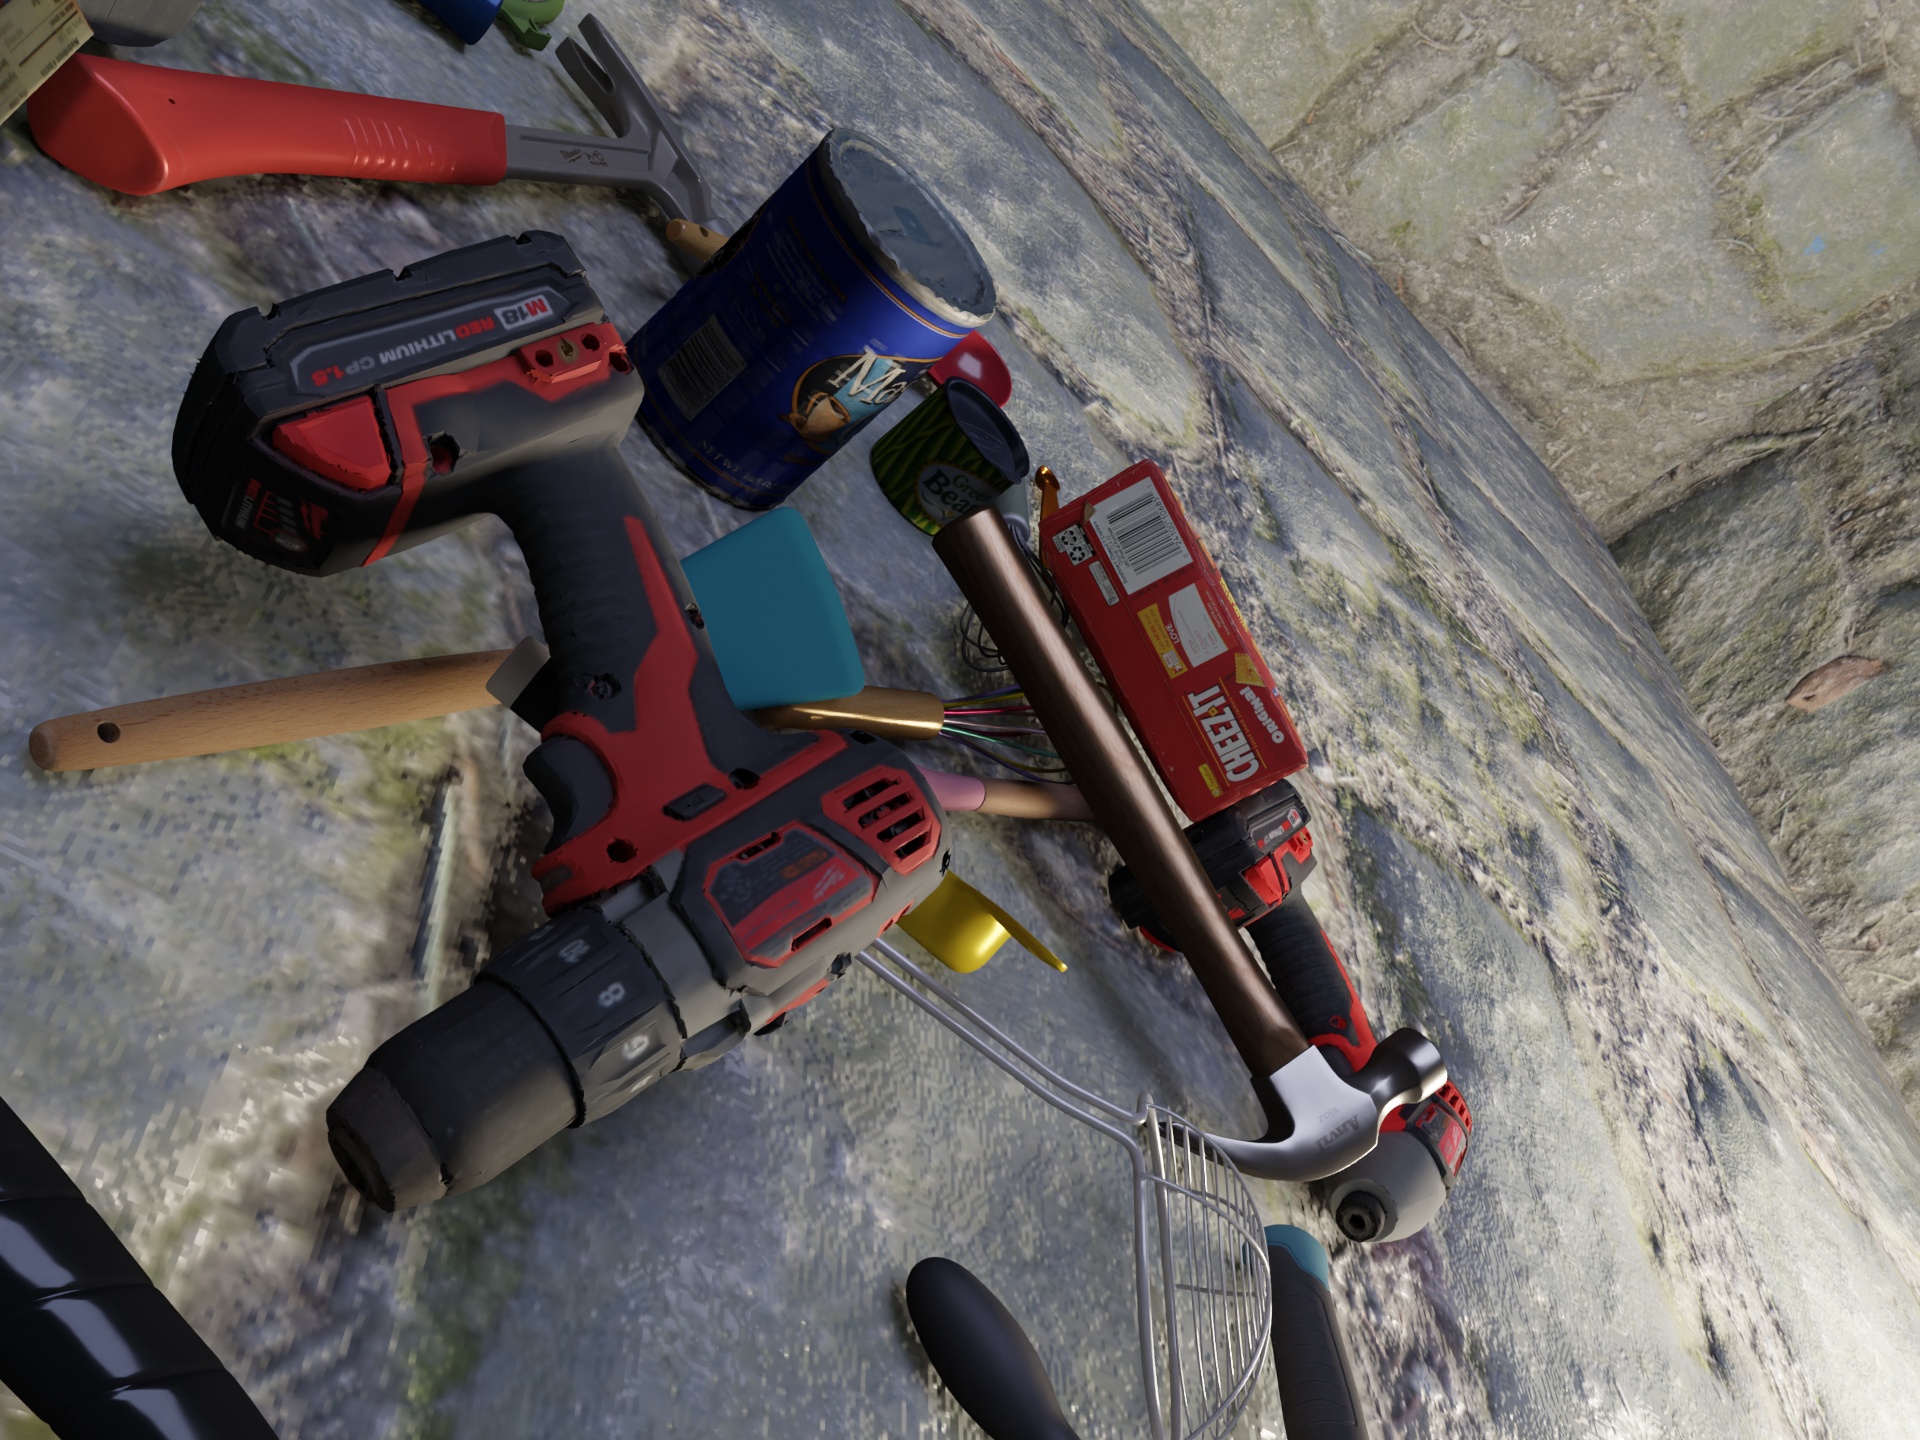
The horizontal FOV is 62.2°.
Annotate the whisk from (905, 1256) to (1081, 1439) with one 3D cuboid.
[{"bbox_3d":[0.070,0.289,0.494,0.285,0.070,0.070,52,27,9],"label":"whisk"}]

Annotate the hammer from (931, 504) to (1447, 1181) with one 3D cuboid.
[{"bbox_3d":[0.081,0.052,0.708,0.130,0.031,0.331,-29,85,-23],"label":"hammer"}]

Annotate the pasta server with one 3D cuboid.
[{"bbox_3d":[0.013,0.038,0.720,0.316,0.040,0.060,9,50,-58],"label":"pasta server"}]

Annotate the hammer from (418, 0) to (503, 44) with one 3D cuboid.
[{"bbox_3d":[-0.365,-0.410,0.636,0.405,0.035,0.144,28,37,-40],"label":"hammer"}]

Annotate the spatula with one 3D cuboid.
[{"bbox_3d":[-0.143,-0.020,0.524,0.317,0.044,0.082,-17,86,-60],"label":"spatula"}]

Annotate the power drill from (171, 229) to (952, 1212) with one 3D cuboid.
[{"bbox_3d":[-0.124,-0.002,0.433,0.188,0.080,0.226,-32,91,-37],"label":"power drill"}]

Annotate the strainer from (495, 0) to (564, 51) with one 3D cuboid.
[{"bbox_3d":[-0.249,-0.471,0.847,0.151,0.069,0.257,37,33,-29],"label":"strainer"}]

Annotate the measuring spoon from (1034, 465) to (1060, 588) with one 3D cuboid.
[{"bbox_3d":[0.052,-0.118,0.976,0.021,0.011,0.117,38,35,-30],"label":"measuring spoon"}]

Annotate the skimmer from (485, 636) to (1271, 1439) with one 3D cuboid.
[{"bbox_3d":[-0.024,0.115,0.540,0.363,0.090,0.127,40,24,-12],"label":"skimmer"}]

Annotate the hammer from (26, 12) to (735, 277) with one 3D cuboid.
[{"bbox_3d":[-0.223,-0.250,0.667,0.149,0.036,0.359,56,28,1],"label":"hammer"}]

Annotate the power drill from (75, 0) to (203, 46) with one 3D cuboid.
[{"bbox_3d":[-0.362,-0.299,0.474,0.171,0.080,0.223,51,24,8],"label":"power drill"}]

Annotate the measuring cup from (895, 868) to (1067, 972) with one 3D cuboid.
[{"bbox_3d":[0.003,0.077,0.570,0.062,0.029,0.156,43,-7,-13],"label":"measuring cup"}]

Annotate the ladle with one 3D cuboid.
[{"bbox_3d":[-0.058,-0.223,0.877,0.315,0.031,0.069,4,60,-61],"label":"ladle"}]

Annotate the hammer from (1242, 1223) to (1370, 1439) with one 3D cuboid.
[{"bbox_3d":[0.130,0.273,0.534,0.128,0.033,0.331,43,14,-8],"label":"hammer"}]

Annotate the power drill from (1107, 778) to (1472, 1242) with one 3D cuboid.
[{"bbox_3d":[0.171,0.147,0.788,0.220,0.078,0.143,60,29,6],"label":"power drill"}]

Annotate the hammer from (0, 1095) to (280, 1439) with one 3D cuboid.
[{"bbox_3d":[-0.136,0.169,0.329,0.409,0.036,0.149,51,27,-4],"label":"hammer"}]

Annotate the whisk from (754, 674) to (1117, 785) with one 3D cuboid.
[{"bbox_3d":[-0.001,-0.004,0.729,0.244,0.047,0.051,6,55,-51],"label":"whisk"}]

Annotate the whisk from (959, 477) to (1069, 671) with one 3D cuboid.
[{"bbox_3d":[0.026,-0.098,0.875,0.247,0.059,0.057,-91,157,-55],"label":"whisk"}]
